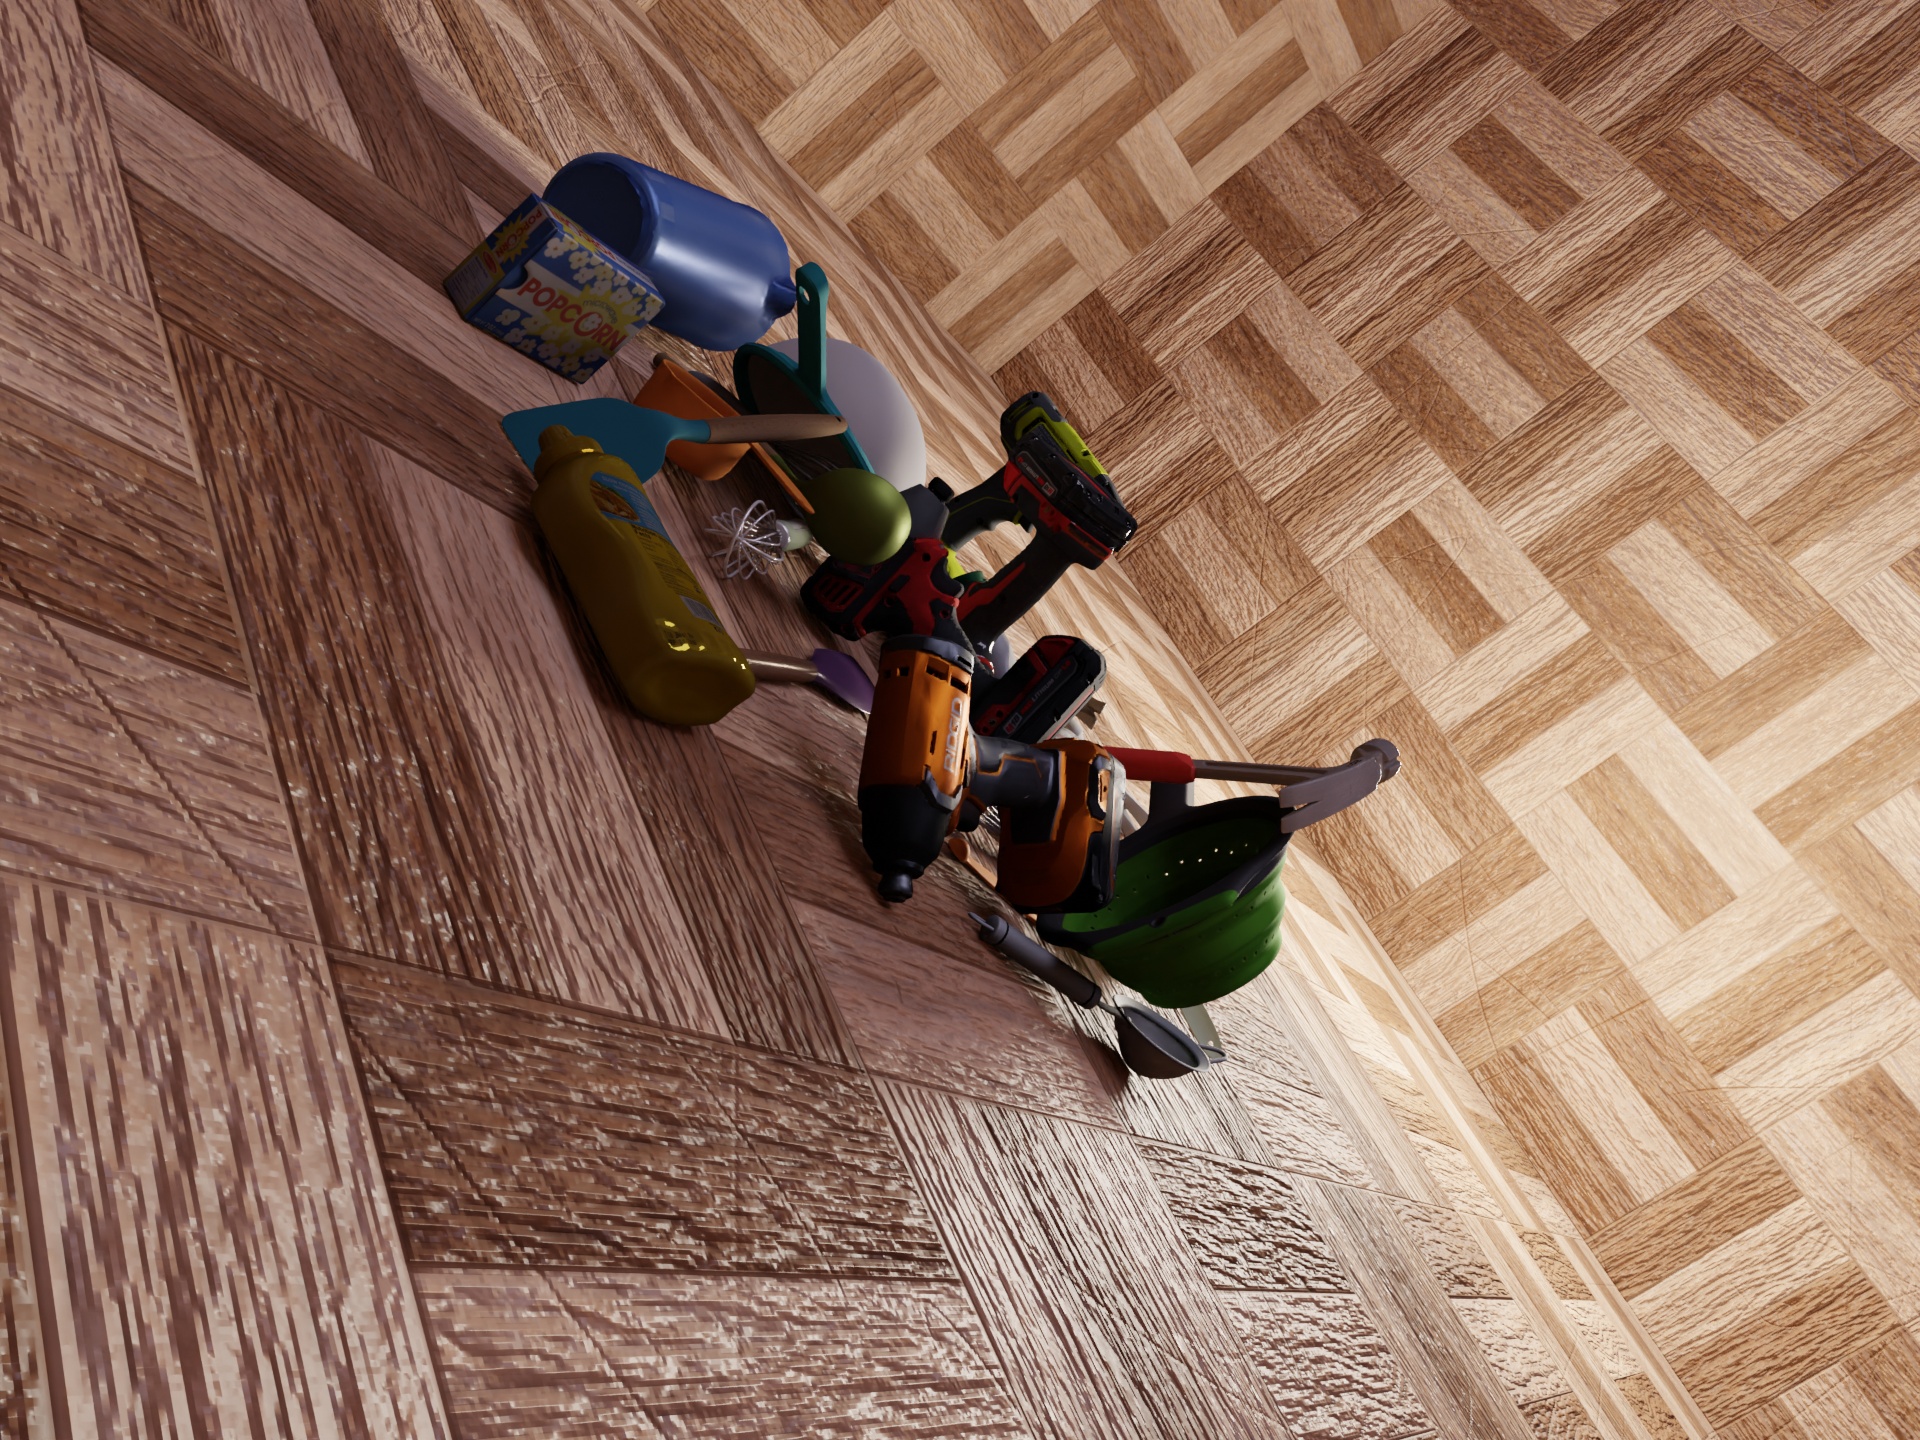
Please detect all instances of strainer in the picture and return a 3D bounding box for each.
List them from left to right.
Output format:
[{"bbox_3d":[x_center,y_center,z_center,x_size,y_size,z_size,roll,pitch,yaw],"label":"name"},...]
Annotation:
[{"bbox_3d":[-0.088,-0.267,1.274,0.211,0.095,0.340,49,-18,15],"label":"strainer"},{"bbox_3d":[0.093,0.197,1.117,0.258,0.050,0.087,38,6,-30],"label":"strainer"}]

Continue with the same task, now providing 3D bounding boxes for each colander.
[{"bbox_3d":[0.176,0.120,1.224,0.094,0.204,0.397,63,14,-10],"label":"colander"}]

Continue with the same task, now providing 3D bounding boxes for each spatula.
[{"bbox_3d":[-0.165,-0.186,1.055,0.082,0.044,0.317,52,27,8],"label":"spatula"},{"bbox_3d":[-0.111,-0.032,1.070,0.060,0.018,0.316,56,12,11],"label":"spatula"}]

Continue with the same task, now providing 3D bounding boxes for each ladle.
[{"bbox_3d":[-0.147,-0.215,1.223,0.320,0.062,0.078,44,-29,37],"label":"ladle"}]

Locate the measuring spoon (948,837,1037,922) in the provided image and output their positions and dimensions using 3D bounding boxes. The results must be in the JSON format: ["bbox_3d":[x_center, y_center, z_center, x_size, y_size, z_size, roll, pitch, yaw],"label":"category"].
[{"bbox_3d":[0.029,0.118,1.166,0.116,0.011,0.021,43,16,-36],"label":"measuring spoon"}]

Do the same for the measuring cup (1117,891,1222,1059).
[{"bbox_3d":[0.165,0.207,1.301,0.167,0.083,0.038,61,-27,-11],"label":"measuring cup"}]

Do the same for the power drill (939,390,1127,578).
[{"bbox_3d":[0.042,-0.187,1.550,0.171,0.223,0.080,54,13,9],"label":"power drill"}]

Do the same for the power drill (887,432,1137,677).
[{"bbox_3d":[0.022,-0.123,1.320,0.080,0.226,0.188,30,16,-35],"label":"power drill"}]

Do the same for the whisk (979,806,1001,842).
[{"bbox_3d":[0.016,0.065,1.177,0.284,0.070,0.070,46,13,-48],"label":"whisk"}]

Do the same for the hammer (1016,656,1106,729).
[{"bbox_3d":[0.043,-0.046,1.546,0.130,0.031,0.331,30,7,28],"label":"hammer"}]

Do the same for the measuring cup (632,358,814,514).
[{"bbox_3d":[-0.172,-0.188,1.147,0.174,0.052,0.095,48,11,23],"label":"measuring cup"}]

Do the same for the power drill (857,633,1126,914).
[{"bbox_3d":[0.017,0.059,1.038,0.226,0.084,0.164,31,60,-48],"label":"power drill"}]

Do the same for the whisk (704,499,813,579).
[{"bbox_3d":[-0.142,-0.138,1.191,0.058,0.059,0.246,24,10,1],"label":"whisk"}]

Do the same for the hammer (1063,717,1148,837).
[{"bbox_3d":[0.127,0.098,1.501,0.144,0.035,0.405,51,13,-6],"label":"hammer"}]

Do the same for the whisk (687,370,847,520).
[{"bbox_3d":[-0.155,-0.221,1.285,0.239,0.055,0.055,42,6,30],"label":"whisk"}]

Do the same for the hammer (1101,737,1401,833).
[{"bbox_3d":[0.140,0.037,1.211,0.149,0.359,0.036,-18,105,-44],"label":"hammer"}]

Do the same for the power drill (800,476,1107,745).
[{"bbox_3d":[0.000,-0.075,1.203,0.220,0.143,0.078,42,-1,9],"label":"power drill"}]
